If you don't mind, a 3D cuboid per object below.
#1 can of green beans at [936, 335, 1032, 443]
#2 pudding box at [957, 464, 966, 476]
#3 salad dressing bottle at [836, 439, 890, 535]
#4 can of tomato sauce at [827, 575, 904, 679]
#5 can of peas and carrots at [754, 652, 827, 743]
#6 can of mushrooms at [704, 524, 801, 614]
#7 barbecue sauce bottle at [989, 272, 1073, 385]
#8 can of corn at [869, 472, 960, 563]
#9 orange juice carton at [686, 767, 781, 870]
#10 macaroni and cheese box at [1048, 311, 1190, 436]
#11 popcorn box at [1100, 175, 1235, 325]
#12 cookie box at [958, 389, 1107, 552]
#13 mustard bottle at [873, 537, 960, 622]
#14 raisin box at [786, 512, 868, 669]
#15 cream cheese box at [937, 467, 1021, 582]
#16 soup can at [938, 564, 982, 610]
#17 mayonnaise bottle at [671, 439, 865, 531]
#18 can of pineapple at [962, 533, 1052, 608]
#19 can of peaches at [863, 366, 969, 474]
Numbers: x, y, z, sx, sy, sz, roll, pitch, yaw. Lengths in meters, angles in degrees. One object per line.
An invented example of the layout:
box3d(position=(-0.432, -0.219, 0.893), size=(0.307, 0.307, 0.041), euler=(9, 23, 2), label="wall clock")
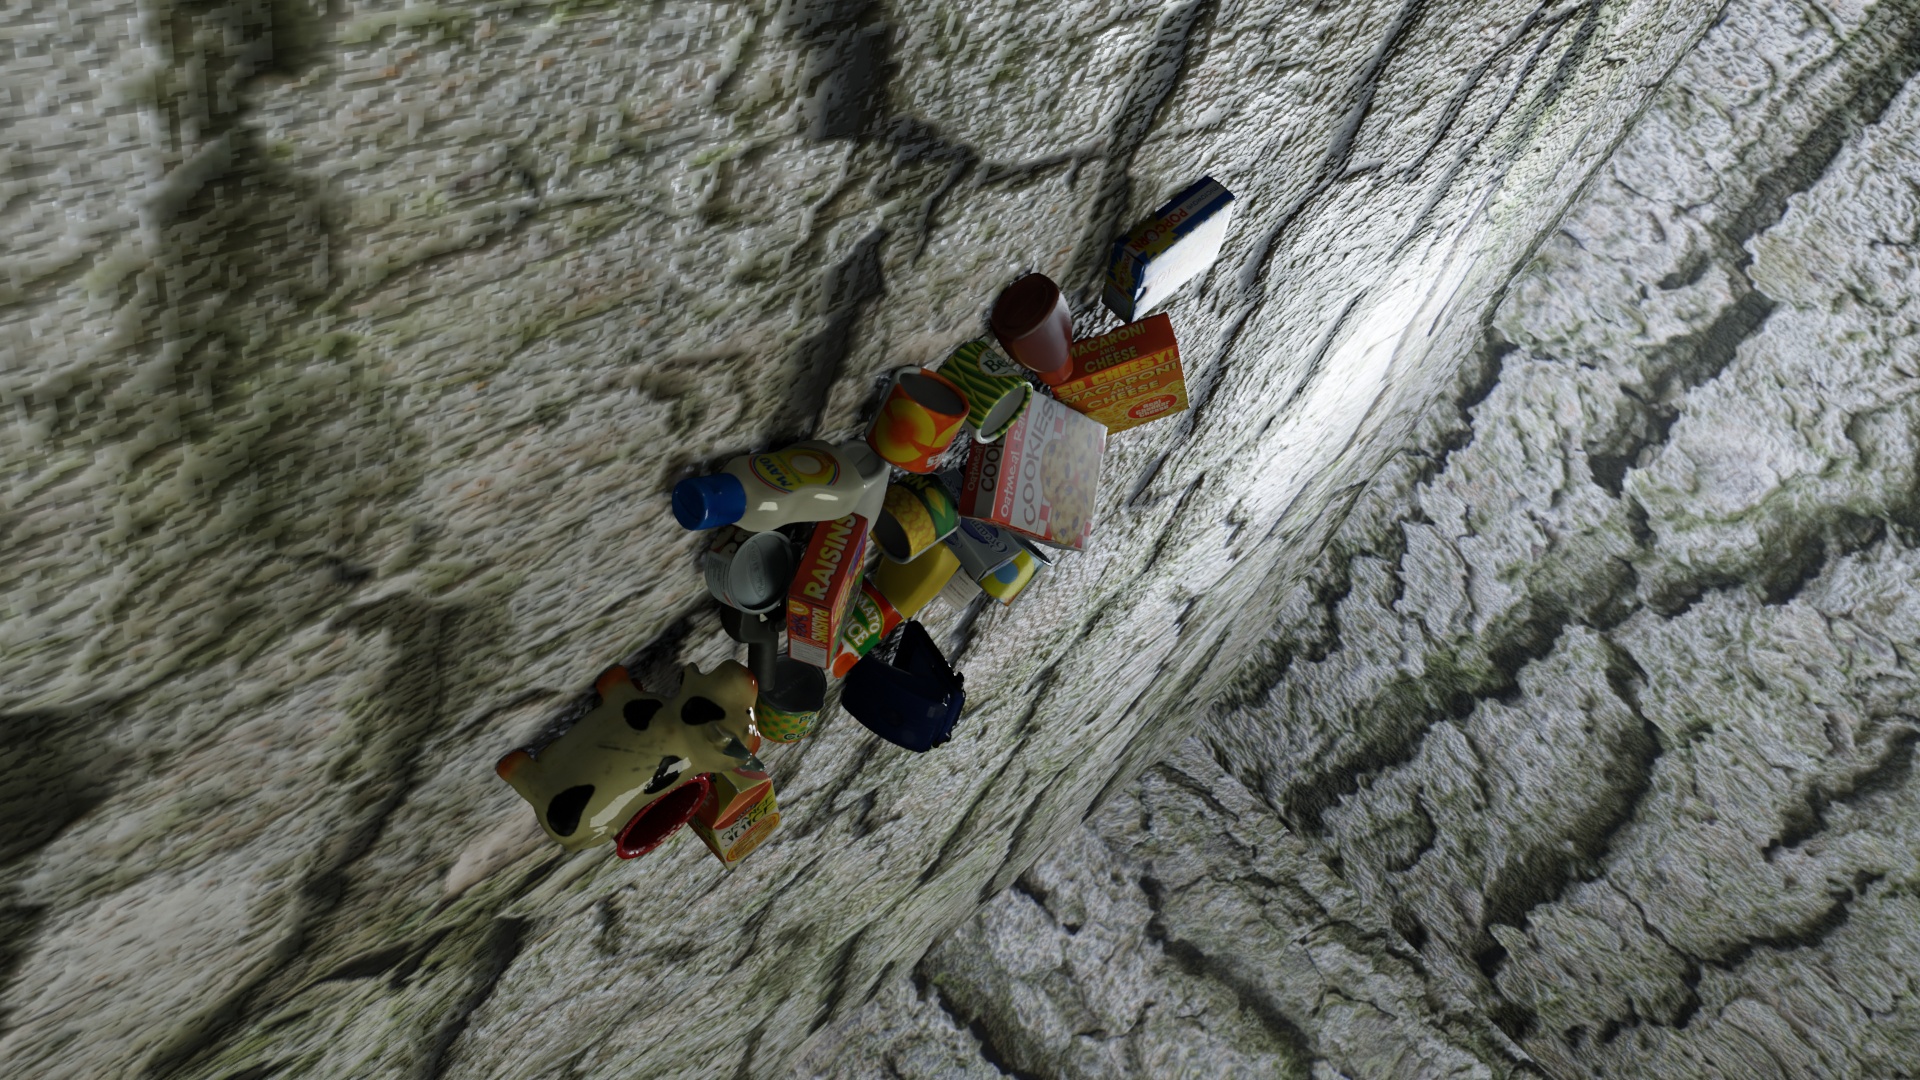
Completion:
box3d(position=(0.017, -0.123, 1.149), size=(0.071, 0.058, 0.071), euler=(-40, 160, -18), label="can of green beans")
box3d(position=(0.008, -0.029, 1.329), size=(0.030, 0.050, 0.083), euler=(-22, 149, -47), label="pudding box")
box3d(position=(-0.091, -0.022, 1.145), size=(0.064, 0.044, 0.146), euler=(-46, 165, -33), label="salad dressing bottle")
box3d(position=(-0.104, 0.076, 1.275), size=(0.083, 0.071, 0.071), euler=(-44, 161, -7), label="can of tomato sauce")
box3d(position=(-0.160, 0.149, 1.298), size=(0.071, 0.071, 0.058), euler=(-32, 157, -36), label="can of peas and carrots")
box3d(position=(-0.158, 0.020, 1.059), size=(0.071, 0.033, 0.070), euler=(-19, 117, -43), label="can of mushrooms")
box3d(position=(0.068, -0.172, 1.180), size=(0.065, 0.044, 0.148), euler=(-46, 162, 0), label="barbecue sauce bottle")
box3d(position=(-0.044, -0.023, 1.210), size=(0.058, 0.071, 0.070), euler=(-35, 158, -29), label="can of corn")
box3d(position=(-0.229, 0.247, 1.347), size=(0.073, 0.072, 0.191), euler=(-39, 160, -21), label="orange juice carton")
box3d(position=(0.150, -0.151, 1.327), size=(0.124, 0.040, 0.166), euler=(-19, 162, 7), label="macaroni and cheese box")
box3d(position=(0.188, -0.263, 1.260), size=(0.127, 0.038, 0.084), euler=(-39, 161, -22), label="popcorn box")
box3d(position=(0.068, -0.065, 1.257), size=(0.167, 0.040, 0.123), euler=(18, 80, -54), label="cookie box")
box3d(position=(-0.050, 0.035, 1.323), size=(0.049, 0.065, 0.159), euler=(-22, 156, -43), label="mustard bottle")
box3d(position=(-0.107, 0.038, 1.107), size=(0.122, 0.040, 0.086), euler=(104, 6, -62), label="raisin box")
box3d(position=(0.005, -0.016, 1.263), size=(0.053, 0.104, 0.024), euler=(-27, 164, -43), label="cream cheese box")
box3d(position=(0.005, 0.018, 1.394), size=(0.084, 0.071, 0.071), euler=(-44, 161, 4), label="soup can")
box3d(position=(-0.138, -0.036, 0.993), size=(0.148, 0.065, 0.041), euler=(-15, 145, -50), label="mayonnaise bottle")
box3d(position=(0.043, 0.022, 1.329), size=(0.058, 0.071, 0.071), euler=(-50, 161, 7), label="can of pineapple")
box3d(position=(-0.032, -0.093, 1.085), size=(0.071, 0.071, 0.057), euler=(-20, 146, -53), label="can of peaches")
